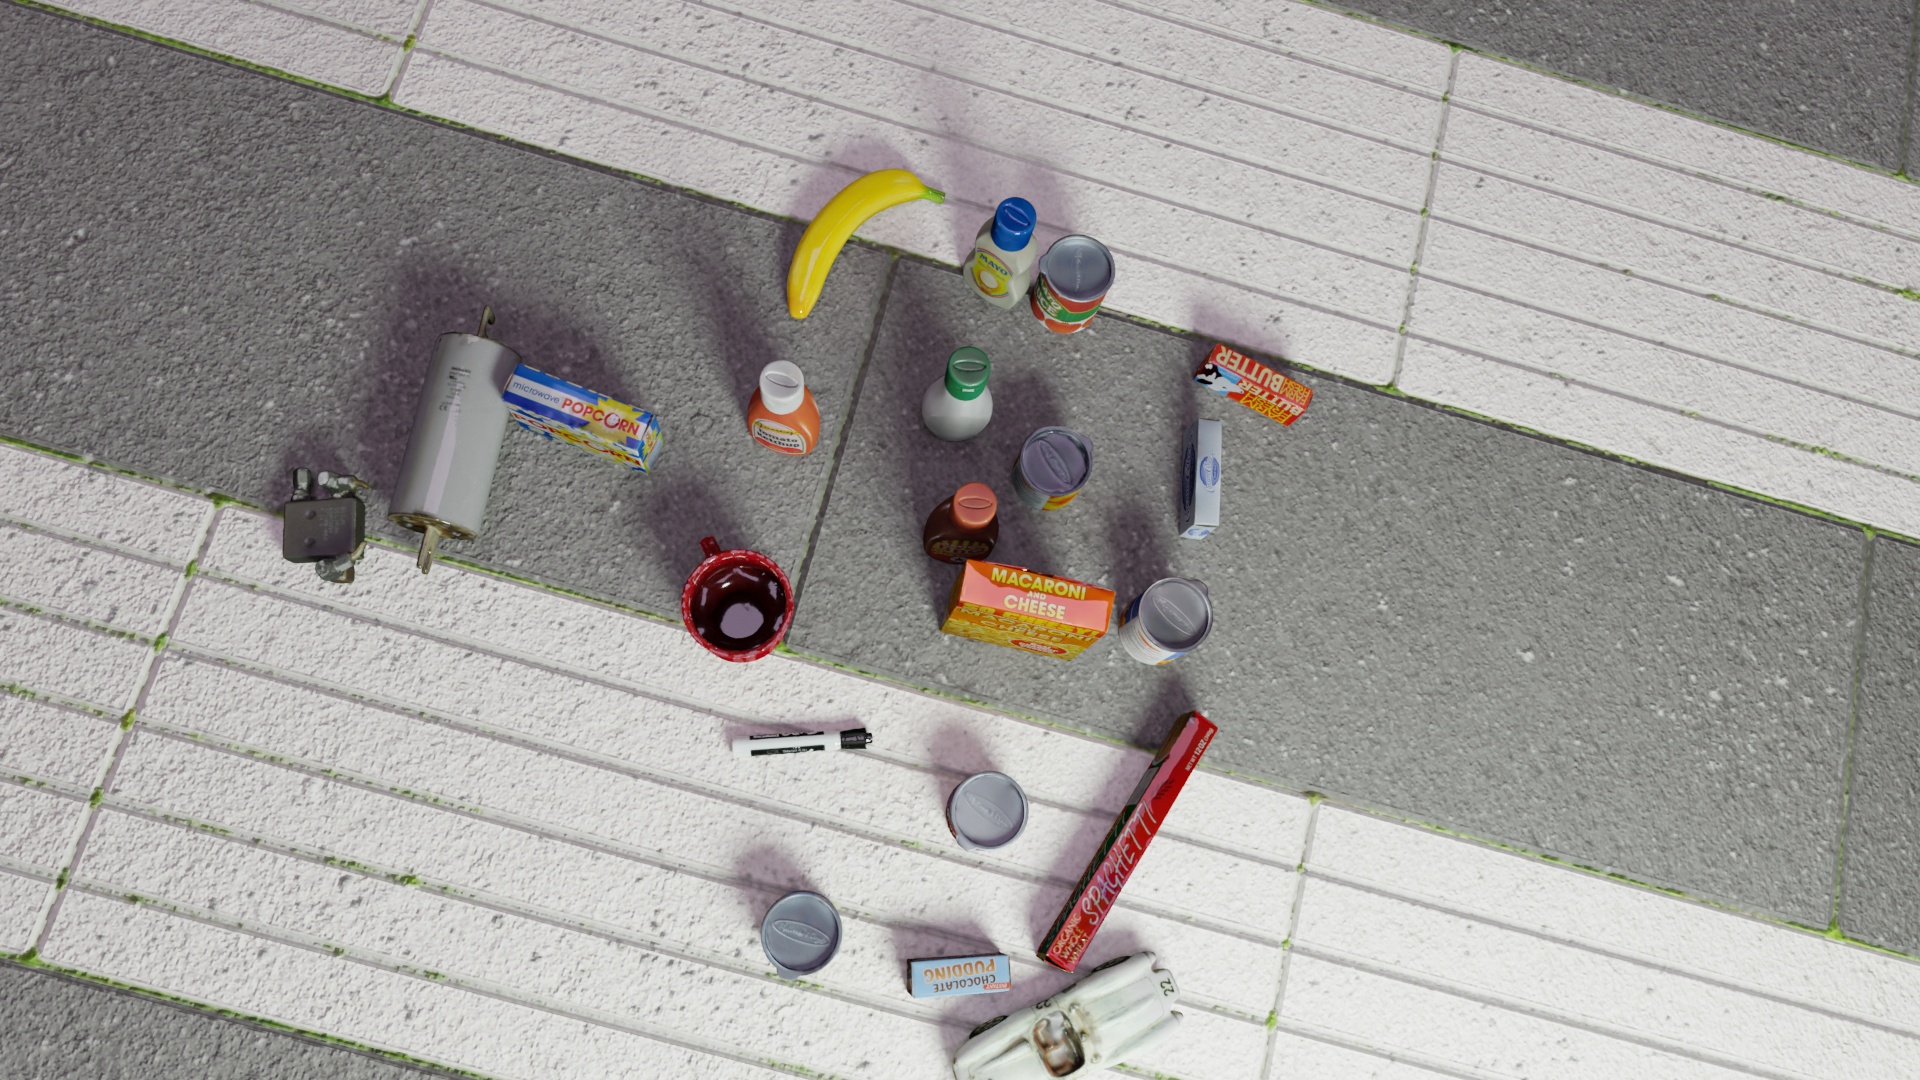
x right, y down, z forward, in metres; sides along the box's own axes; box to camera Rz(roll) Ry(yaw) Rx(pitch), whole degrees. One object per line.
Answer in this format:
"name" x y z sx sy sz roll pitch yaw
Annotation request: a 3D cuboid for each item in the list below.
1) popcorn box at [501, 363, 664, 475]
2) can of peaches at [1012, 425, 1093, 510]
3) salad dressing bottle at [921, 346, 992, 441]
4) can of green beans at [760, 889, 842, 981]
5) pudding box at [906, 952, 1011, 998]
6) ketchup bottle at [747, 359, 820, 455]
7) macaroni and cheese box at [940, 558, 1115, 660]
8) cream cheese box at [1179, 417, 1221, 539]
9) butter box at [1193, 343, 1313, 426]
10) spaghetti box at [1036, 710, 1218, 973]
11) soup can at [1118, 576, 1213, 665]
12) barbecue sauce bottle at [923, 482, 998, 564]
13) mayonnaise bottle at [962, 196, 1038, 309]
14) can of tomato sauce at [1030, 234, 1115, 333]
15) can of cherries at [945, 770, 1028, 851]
"popcorn box" -0.329 -0.105 1.218 0.127 0.085 0.038 21 76 -1
"can of peaches" 0.085 -0.066 1.269 0.071 0.058 0.071 1 77 -6
"salad dressing bottle" 0.001 -0.129 1.228 0.064 0.147 0.044 2 77 -6
"can of green beans" -0.131 0.324 1.151 0.071 0.057 0.071 1 77 -6
"pudding box" -0.002 0.363 1.160 0.084 0.049 0.030 -2 77 -7
"ketchup bottle" -0.154 -0.116 1.207 0.065 0.148 0.043 17 76 -2
"macaroni and cheese box" 0.052 0.060 1.179 0.124 0.166 0.040 13 76 -3
"cream cheese box" 0.222 -0.057 1.284 0.024 0.053 0.104 6 76 -5
"butter box" 0.277 -0.146 1.312 0.103 0.053 0.024 27 76 0
"spaghetti box" 0.144 0.259 1.201 0.029 0.050 0.251 34 75 2
"soup can" 0.183 0.071 1.233 0.071 0.083 0.071 1 77 -6
"barbecue sauce bottle" 0.004 -0.015 1.201 0.065 0.148 0.044 4 77 -5
"mayonnaise bottle" 0.040 -0.263 1.265 0.065 0.147 0.041 36 76 3
"can of tomato sauce" 0.102 -0.238 1.299 0.071 0.083 0.071 1 77 -6
"can of cherries" 0.020 0.234 1.189 0.071 0.058 0.071 1 77 -6
